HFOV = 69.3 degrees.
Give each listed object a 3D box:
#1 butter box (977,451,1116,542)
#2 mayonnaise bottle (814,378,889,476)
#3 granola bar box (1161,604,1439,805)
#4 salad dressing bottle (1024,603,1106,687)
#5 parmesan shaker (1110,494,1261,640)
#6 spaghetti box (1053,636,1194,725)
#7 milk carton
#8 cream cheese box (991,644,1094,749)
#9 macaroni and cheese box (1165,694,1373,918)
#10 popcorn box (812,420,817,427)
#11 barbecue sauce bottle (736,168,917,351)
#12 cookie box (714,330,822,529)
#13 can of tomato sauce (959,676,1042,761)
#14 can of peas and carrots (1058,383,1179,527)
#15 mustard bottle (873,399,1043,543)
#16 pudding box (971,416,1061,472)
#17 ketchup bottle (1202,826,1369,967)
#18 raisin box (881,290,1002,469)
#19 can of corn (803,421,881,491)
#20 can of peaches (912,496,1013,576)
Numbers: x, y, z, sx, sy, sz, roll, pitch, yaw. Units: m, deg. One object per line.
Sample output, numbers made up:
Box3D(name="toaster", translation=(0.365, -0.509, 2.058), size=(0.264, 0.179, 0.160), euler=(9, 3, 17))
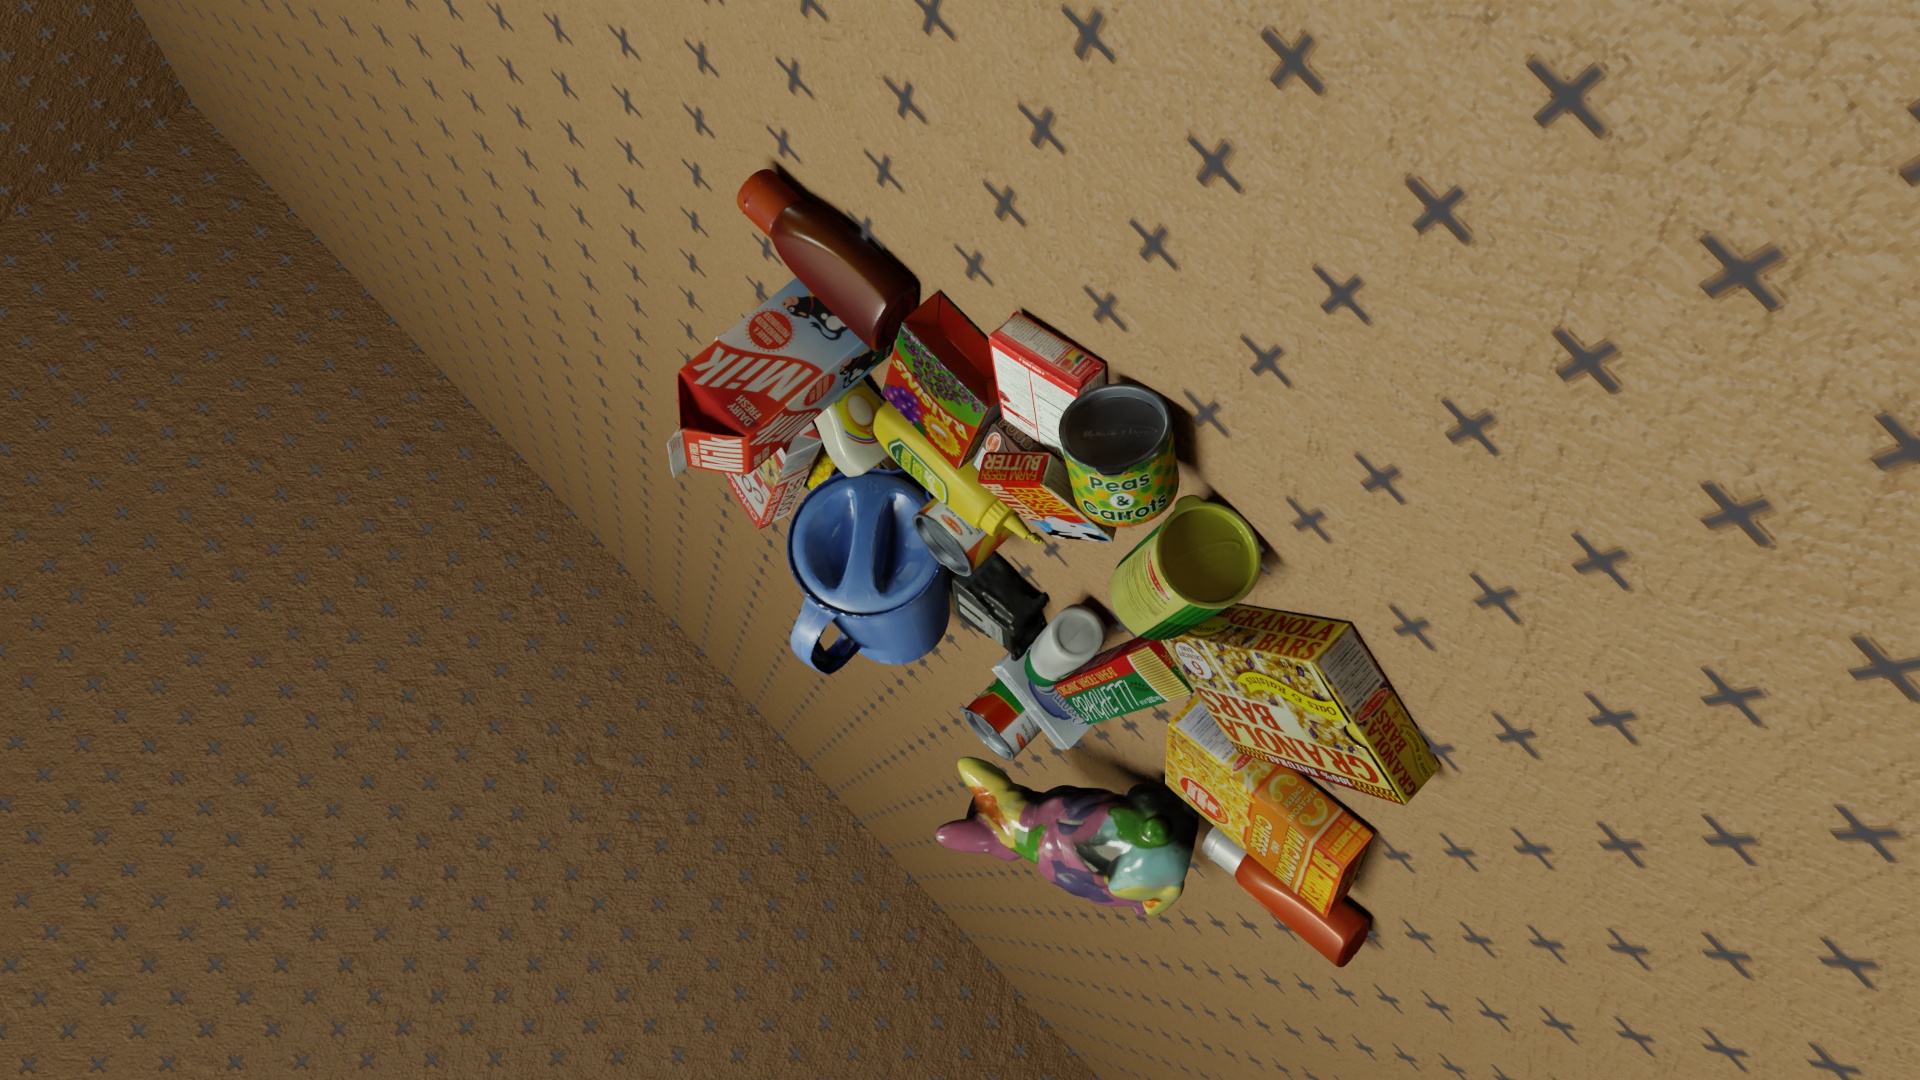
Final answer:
Box3D(name="butter box", translation=(0.061, -0.029, 0.937), size=(0.053, 0.024, 0.103), euler=(4, 161, 37))
Box3D(name="mayonnaise bottle", translation=(-0.107, -0.127, 1.135), size=(0.041, 0.065, 0.147), euler=(-7, 121, 57))
Box3D(name="granola bar box", translation=(0.216, 0.102, 0.914), size=(0.124, 0.039, 0.165), euler=(54, 161, -19))
Box3D(name="salad dressing bottle", translation=(0.083, 0.092, 1.158), size=(0.044, 0.064, 0.147), euler=(43, 164, 5))
Box3D(name="parmesan shaker", translation=(0.139, 0.019, 0.877), size=(0.071, 0.071, 0.102), euler=(46, 162, 4))
Box3D(name="spaghetti box", translation=(0.135, 0.114, 1.137), size=(0.050, 0.029, 0.249), euler=(48, 162, 1))
Box3D(name="milk carton", translation=(-0.140, -0.118, 1.015), size=(0.073, 0.191, 0.072), euler=(44, 161, 9))
Box3D(name="cream cheese box", translation=(0.080, 0.136, 1.266), size=(0.103, 0.053, 0.024), euler=(51, 159, -10))
Box3D(name="macaroni and cheese box", translation=(0.236, 0.207, 1.084), size=(0.167, 0.040, 0.123), euler=(39, 160, 26))
Box3D(name="popcorn box", translation=(-0.161, -0.130, 1.285), size=(0.085, 0.038, 0.126), euler=(35, 158, 35))
Box3D(name="barbecue sauce bottle", translation=(-0.096, -0.202, 0.980), size=(0.149, 0.044, 0.064), euler=(44, 151, 12))
Box3D(name="cookie box", translation=(-0.182, -0.096, 1.225), size=(0.123, 0.040, 0.166), euler=(59, 155, 10))
Box3D(name="can of tomato sauce", translation=(0.053, 0.156, 1.321), size=(0.071, 0.083, 0.071), euler=(41, 161, 18))
Box3D(name="can of peas and carrots", translation=(0.095, -0.048, 0.825), size=(0.071, 0.071, 0.058), euler=(35, 159, 33))
Box3D(name="mustard bottle", translation=(0.002, -0.050, 1.065), size=(0.160, 0.049, 0.065), euler=(43, 163, 14))
Box3D(name="pudding box", translation=(0.041, -0.059, 0.989), size=(0.049, 0.030, 0.083), euler=(47, 162, 5))
Box3D(name="ketchup bottle", translation=(0.273, 0.295, 1.177), size=(0.149, 0.044, 0.064), euler=(36, 158, 32))
Box3D(name="raisin box", translation=(-0.008, -0.110, 0.981), size=(0.086, 0.040, 0.123), euler=(45, 160, 6))
Box3D(name="can of corn", translation=(-0.115, -0.070, 1.258), size=(0.058, 0.071, 0.071), euler=(33, 157, 36))
Box3D(name="can of peaches", translation=(0.004, -0.014, 1.121), size=(0.071, 0.058, 0.071), euler=(41, 161, 17))
